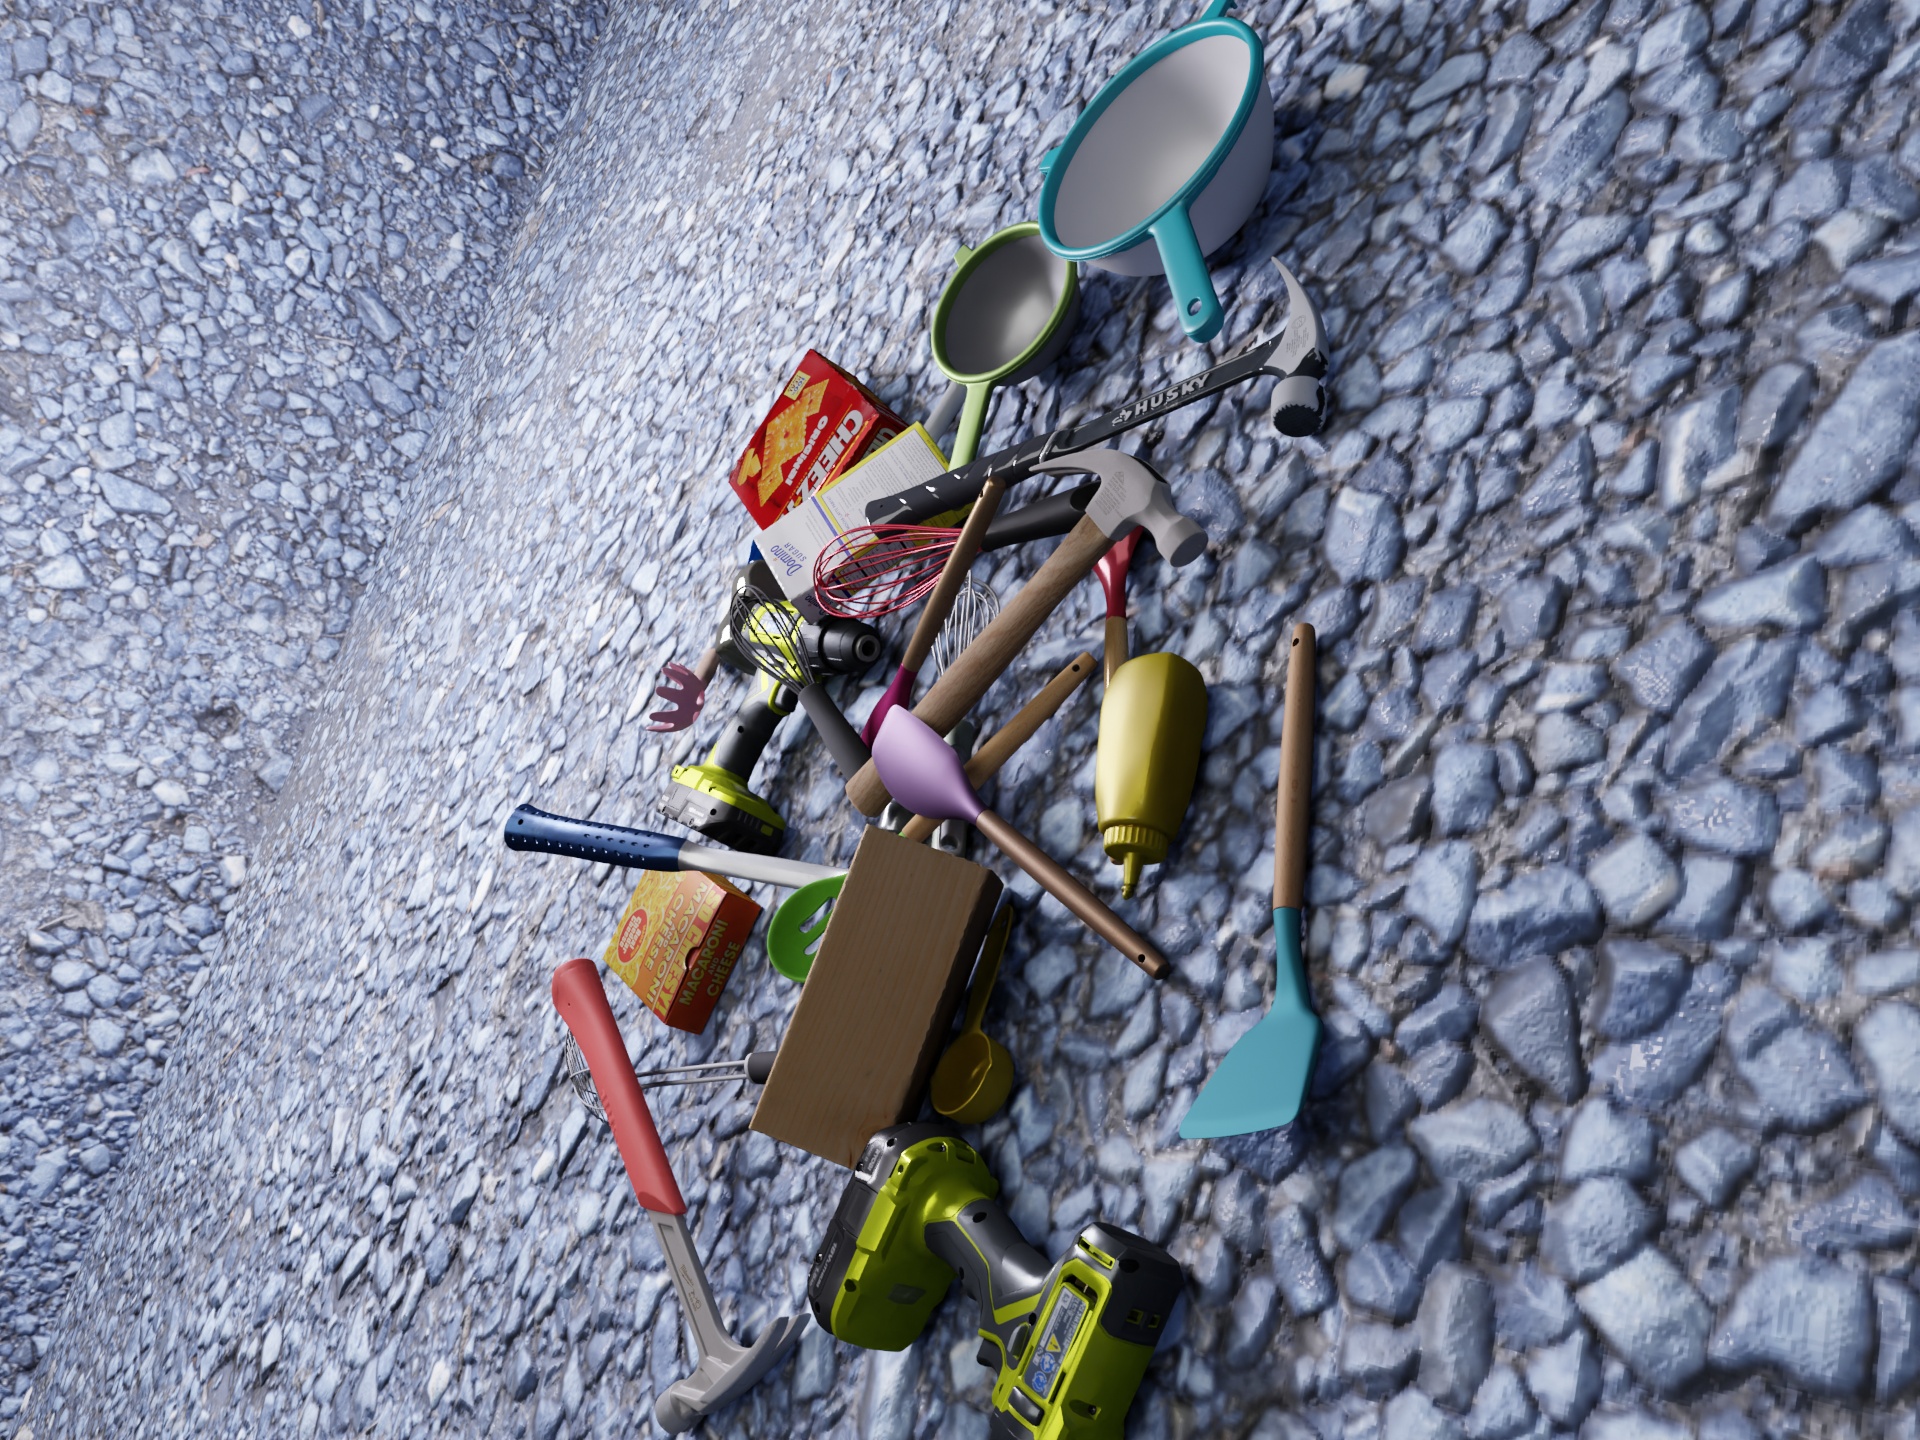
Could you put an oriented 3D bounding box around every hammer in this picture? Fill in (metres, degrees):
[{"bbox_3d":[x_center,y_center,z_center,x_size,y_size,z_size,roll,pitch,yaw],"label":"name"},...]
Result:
[{"bbox_3d":[-0.216,0.116,1.280,0.406,0.035,0.144,5,72,32],"label":"hammer"},{"bbox_3d":[-0.227,0.323,1.175,0.149,0.036,0.359,-47,54,24],"label":"hammer"},{"bbox_3d":[0.025,-0.055,1.120,0.331,0.031,0.130,-48,60,23],"label":"hammer"},{"bbox_3d":[0.085,-0.212,1.173,0.409,0.036,0.149,-17,51,37],"label":"hammer"}]

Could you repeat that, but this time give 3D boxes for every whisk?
[{"bbox_3d":[-0.002,-0.004,1.191,0.059,0.058,0.247,104,171,-63],"label":"whisk"},{"bbox_3d":[-0.123,-0.019,1.282,0.055,0.055,0.239,-48,62,22],"label":"whisk"},{"bbox_3d":[0.003,-0.132,1.190,0.296,0.073,0.073,-13,56,35],"label":"whisk"}]

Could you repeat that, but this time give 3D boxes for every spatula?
[{"bbox_3d":[0.176,0.078,0.880,0.082,0.044,0.318,-26,46,48],"label":"spatula"},{"bbox_3d":[0.030,0.080,1.047,0.316,0.018,0.059,38,108,44],"label":"spatula"}]

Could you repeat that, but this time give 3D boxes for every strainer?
[{"bbox_3d":[-0.037,-0.234,1.412,0.087,0.050,0.258,30,85,25],"label":"strainer"},{"bbox_3d":[0.039,-0.285,1.318,0.151,0.069,0.256,3,74,43],"label":"strainer"},{"bbox_3d":[0.171,-0.366,1.163,0.211,0.095,0.341,-35,42,29],"label":"strainer"}]

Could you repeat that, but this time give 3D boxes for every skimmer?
[{"bbox_3d":[-0.186,0.263,1.246,0.363,0.090,0.127,-14,97,37],"label":"skimmer"}]

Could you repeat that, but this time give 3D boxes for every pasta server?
[{"bbox_3d":[-0.245,-0.039,1.457,0.316,0.040,0.060,-111,37,-78],"label":"pasta server"}]

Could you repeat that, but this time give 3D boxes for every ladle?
[{"bbox_3d":[0.106,-0.045,1.087,0.069,0.031,0.316,-28,47,40],"label":"ladle"}]

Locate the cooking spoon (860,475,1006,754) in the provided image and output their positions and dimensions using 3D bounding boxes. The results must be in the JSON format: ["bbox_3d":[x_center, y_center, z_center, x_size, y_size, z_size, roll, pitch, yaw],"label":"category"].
[{"bbox_3d":[-0.029,-0.060,1.199,0.318,0.017,0.069,118,151,-41],"label":"cooking spoon"}]

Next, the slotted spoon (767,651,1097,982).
[{"bbox_3d":[-0.016,0.067,1.127,0.314,0.031,0.070,-45,68,4],"label":"slotted spoon"}]

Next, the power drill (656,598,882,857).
[{"bbox_3d":[-0.161,0.001,1.381,0.191,0.080,0.228,13,75,57],"label":"power drill"}]

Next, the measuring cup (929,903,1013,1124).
[{"bbox_3d":[0.021,0.191,1.041,0.062,0.029,0.157,-28,34,44],"label":"measuring cup"}]

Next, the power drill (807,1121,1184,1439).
[{"bbox_3d":[0.010,0.336,0.896,0.223,0.080,0.171,18,82,54],"label":"power drill"}]
